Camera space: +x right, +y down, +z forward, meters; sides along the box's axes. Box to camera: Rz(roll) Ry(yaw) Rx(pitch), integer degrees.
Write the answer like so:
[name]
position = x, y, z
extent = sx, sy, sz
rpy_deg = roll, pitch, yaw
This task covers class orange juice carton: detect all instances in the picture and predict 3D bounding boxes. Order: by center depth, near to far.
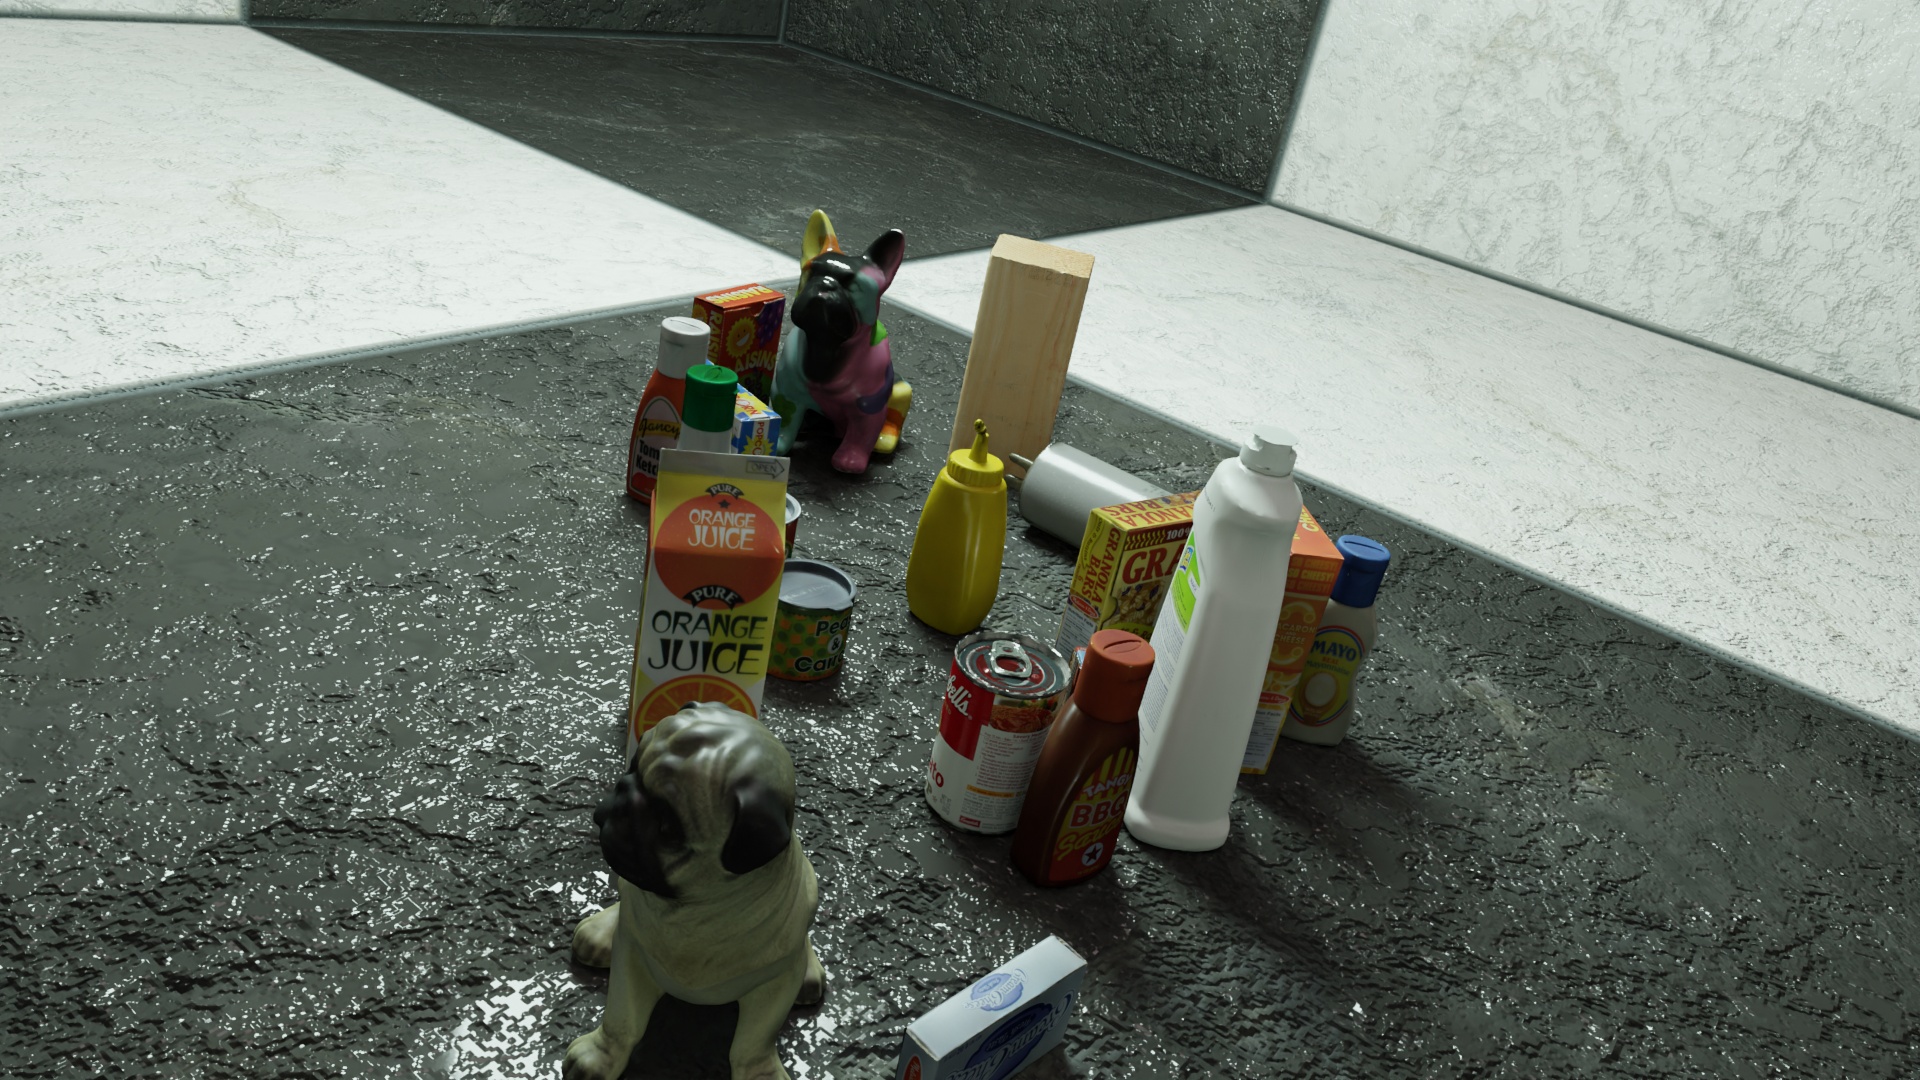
[orange juice carton]
position = -0.145, 0.037, 0.788
extent = 0.072, 0.191, 0.073
rpy_deg = 5, 26, -15

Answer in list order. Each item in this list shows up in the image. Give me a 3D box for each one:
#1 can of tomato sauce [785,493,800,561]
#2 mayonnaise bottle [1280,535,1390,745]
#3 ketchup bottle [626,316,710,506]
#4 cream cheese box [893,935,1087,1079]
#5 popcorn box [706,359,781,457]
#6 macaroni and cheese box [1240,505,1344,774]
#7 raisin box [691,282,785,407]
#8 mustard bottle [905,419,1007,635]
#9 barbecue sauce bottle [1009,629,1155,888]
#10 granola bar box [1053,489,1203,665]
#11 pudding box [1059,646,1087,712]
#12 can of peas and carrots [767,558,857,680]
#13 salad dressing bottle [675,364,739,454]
[can of tomato sauce]
position = -0.150, 0.012, 0.962
extent = 0.071, 0.082, 0.071
rpy_deg = 10, 26, -5
[mayonnaise bottle]
position = 0.254, 0.069, 0.955
extent = 0.065, 0.147, 0.041
rpy_deg = 14, 25, 2
[ketchup bottle]
position = -0.220, -0.097, 1.075
extent = 0.065, 0.148, 0.044
rpy_deg = 20, 26, 14
[cream cheese box]
position = 0.013, 0.227, 0.636
extent = 0.024, 0.053, 0.104
rpy_deg = 31, 32, 34
[popcorn box]
position = -0.199, -0.087, 1.135
extent = 0.038, 0.084, 0.127
rpy_deg = -9, 33, -38
[macaroni and cheese box]
position = 0.194, 0.054, 0.938
extent = 0.040, 0.165, 0.124
rpy_deg = 7, 26, -12
[raisin box]
position = -0.204, -0.161, 1.239
extent = 0.040, 0.122, 0.086
rpy_deg = 25, 28, 24
[mustard bottle]
position = 0.004, -0.012, 0.992
extent = 0.065, 0.159, 0.049
rpy_deg = 29, 30, 30
[barbecue sauce bottle]
position = 0.071, 0.120, 0.768
extent = 0.065, 0.147, 0.044
rpy_deg = -9, 33, -38
[granola bar box]
position = 0.152, 0.028, 1.018
extent = 0.166, 0.123, 0.039
rpy_deg = -10, 34, -39
[pudding box]
position = 0.113, 0.102, 0.937
extent = 0.084, 0.049, 0.030
rpy_deg = 8, 26, -11
[can of peas and carrots]
position = -0.104, 0.054, 0.926
extent = 0.071, 0.058, 0.071
rpy_deg = 10, 26, -5
[salad dressing bottle]
position = -0.187, -0.053, 1.001
extent = 0.044, 0.147, 0.064
rpy_deg = 15, 26, 4
